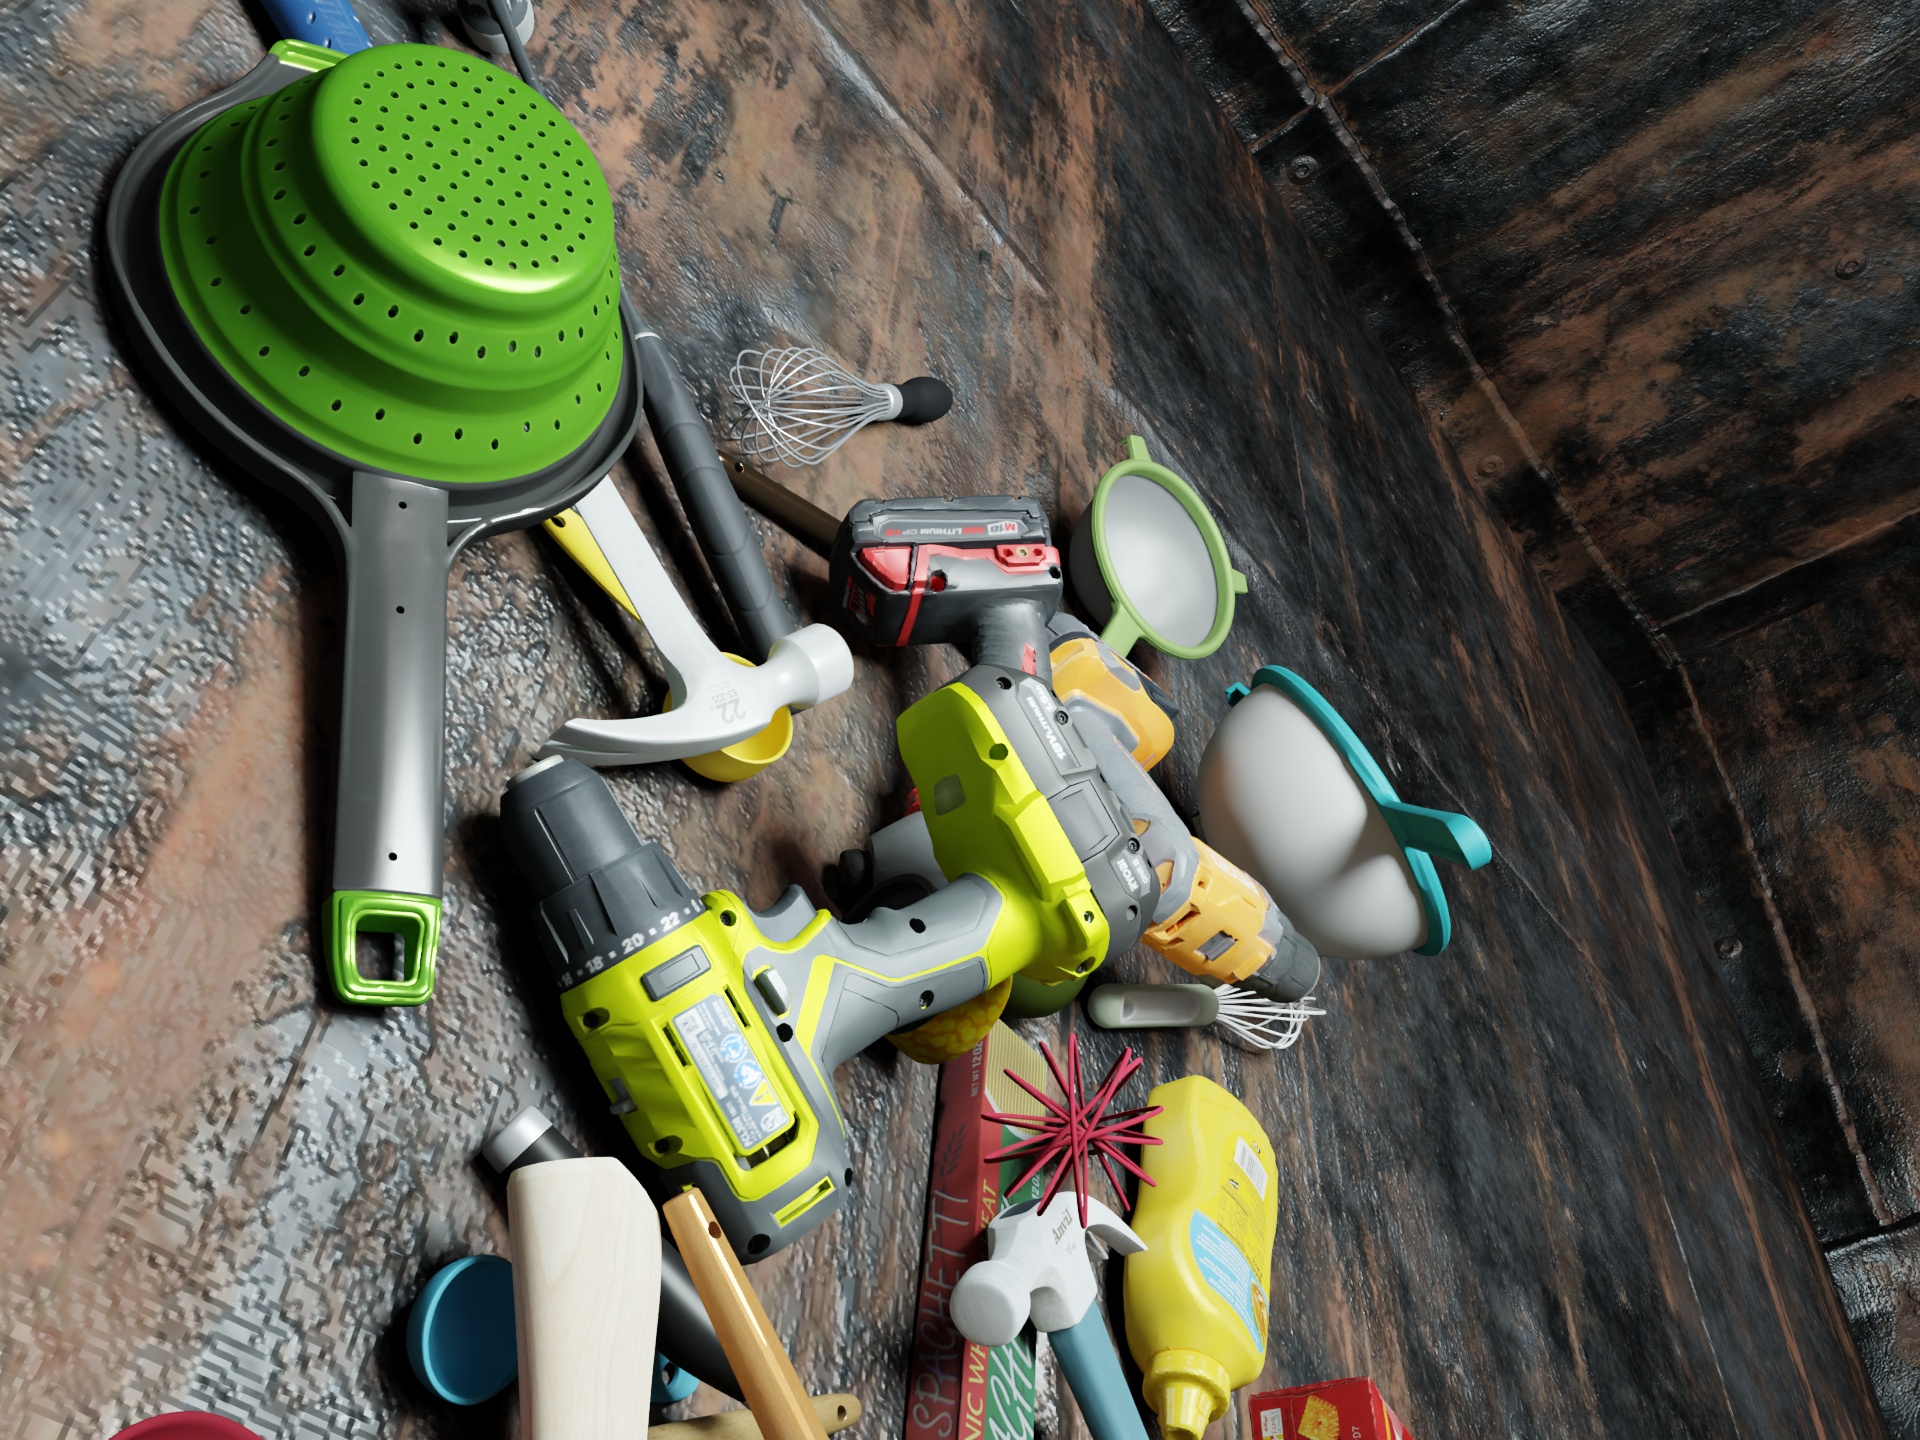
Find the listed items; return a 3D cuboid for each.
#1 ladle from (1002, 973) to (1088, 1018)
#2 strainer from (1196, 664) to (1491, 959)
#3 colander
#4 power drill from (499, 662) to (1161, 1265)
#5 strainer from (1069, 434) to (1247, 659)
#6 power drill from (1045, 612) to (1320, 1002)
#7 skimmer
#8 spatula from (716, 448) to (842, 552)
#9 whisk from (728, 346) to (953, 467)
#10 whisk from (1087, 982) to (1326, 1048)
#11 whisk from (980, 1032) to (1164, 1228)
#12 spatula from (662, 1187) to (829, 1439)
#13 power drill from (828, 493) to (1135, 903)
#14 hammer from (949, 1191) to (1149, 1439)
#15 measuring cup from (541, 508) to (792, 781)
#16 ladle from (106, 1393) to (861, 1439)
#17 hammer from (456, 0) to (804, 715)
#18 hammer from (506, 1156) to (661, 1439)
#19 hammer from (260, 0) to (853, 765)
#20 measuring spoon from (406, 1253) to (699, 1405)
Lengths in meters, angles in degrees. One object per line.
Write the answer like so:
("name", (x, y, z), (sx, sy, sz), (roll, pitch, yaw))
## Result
("ladle", (0.085, 0.117, 0.927), (0.078, 0.062, 0.320), (60, 20, 15))
("strainer", (0.215, 0.077, 0.950), (0.211, 0.095, 0.340), (61, -2, -2))
("colander", (-0.187, -0.103, 0.559), (0.204, 0.094, 0.397), (10, 61, -35))
("power drill", (-0.049, 0.068, 0.618), (0.228, 0.080, 0.190), (-29, 89, -32))
("strainer", (0.105, -0.074, 1.118), (0.151, 0.069, 0.256), (50, 47, -18))
("power drill", (0.115, 0.059, 0.915), (0.185, 0.084, 0.226), (34, 20, -42))
("skimmer", (-0.004, 0.245, 0.538), (0.363, 0.127, 0.090), (45, 59, 1))
("spatula", (-0.025, -0.079, 0.920), (0.315, 0.018, 0.060), (28, 57, -42))
("whisk", (-0.059, -0.187, 0.941), (0.070, 0.070, 0.284), (61, 23, -1))
("whisk", (0.153, 0.175, 0.973), (0.246, 0.059, 0.058), (12, 82, -50))
("whisk", (0.052, 0.176, 0.688), (0.295, 0.073, 0.073), (66, 4, -75))
("spatula", (-0.005, 0.284, 0.469), (0.323, 0.041, 0.081), (62, 26, 8))
("power drill", (-0.001, -0.003, 0.801), (0.143, 0.078, 0.220), (-4, 62, -14))
("hammer", (0.088, 0.356, 0.673), (0.331, 0.033, 0.128), (68, 24, -2))
("measuring cup", (-0.139, -0.035, 0.704), (0.156, 0.029, 0.062), (47, 37, -2))
("ladle", (-0.128, 0.226, 0.473), (0.315, 0.031, 0.069), (21, 60, -54))
("hammer", (-0.155, -0.192, 0.751), (0.149, 0.036, 0.409), (161, -94, -82))
("hammer", (-0.095, 0.320, 0.397), (0.146, 0.038, 0.411), (20, 53, -50))
("hammer", (-0.199, -0.163, 0.672), (0.144, 0.035, 0.405), (-27, 85, -42))
("measuring spoon", (-0.130, 0.201, 0.509), (0.128, 0.021, 0.042), (43, 48, -48))
